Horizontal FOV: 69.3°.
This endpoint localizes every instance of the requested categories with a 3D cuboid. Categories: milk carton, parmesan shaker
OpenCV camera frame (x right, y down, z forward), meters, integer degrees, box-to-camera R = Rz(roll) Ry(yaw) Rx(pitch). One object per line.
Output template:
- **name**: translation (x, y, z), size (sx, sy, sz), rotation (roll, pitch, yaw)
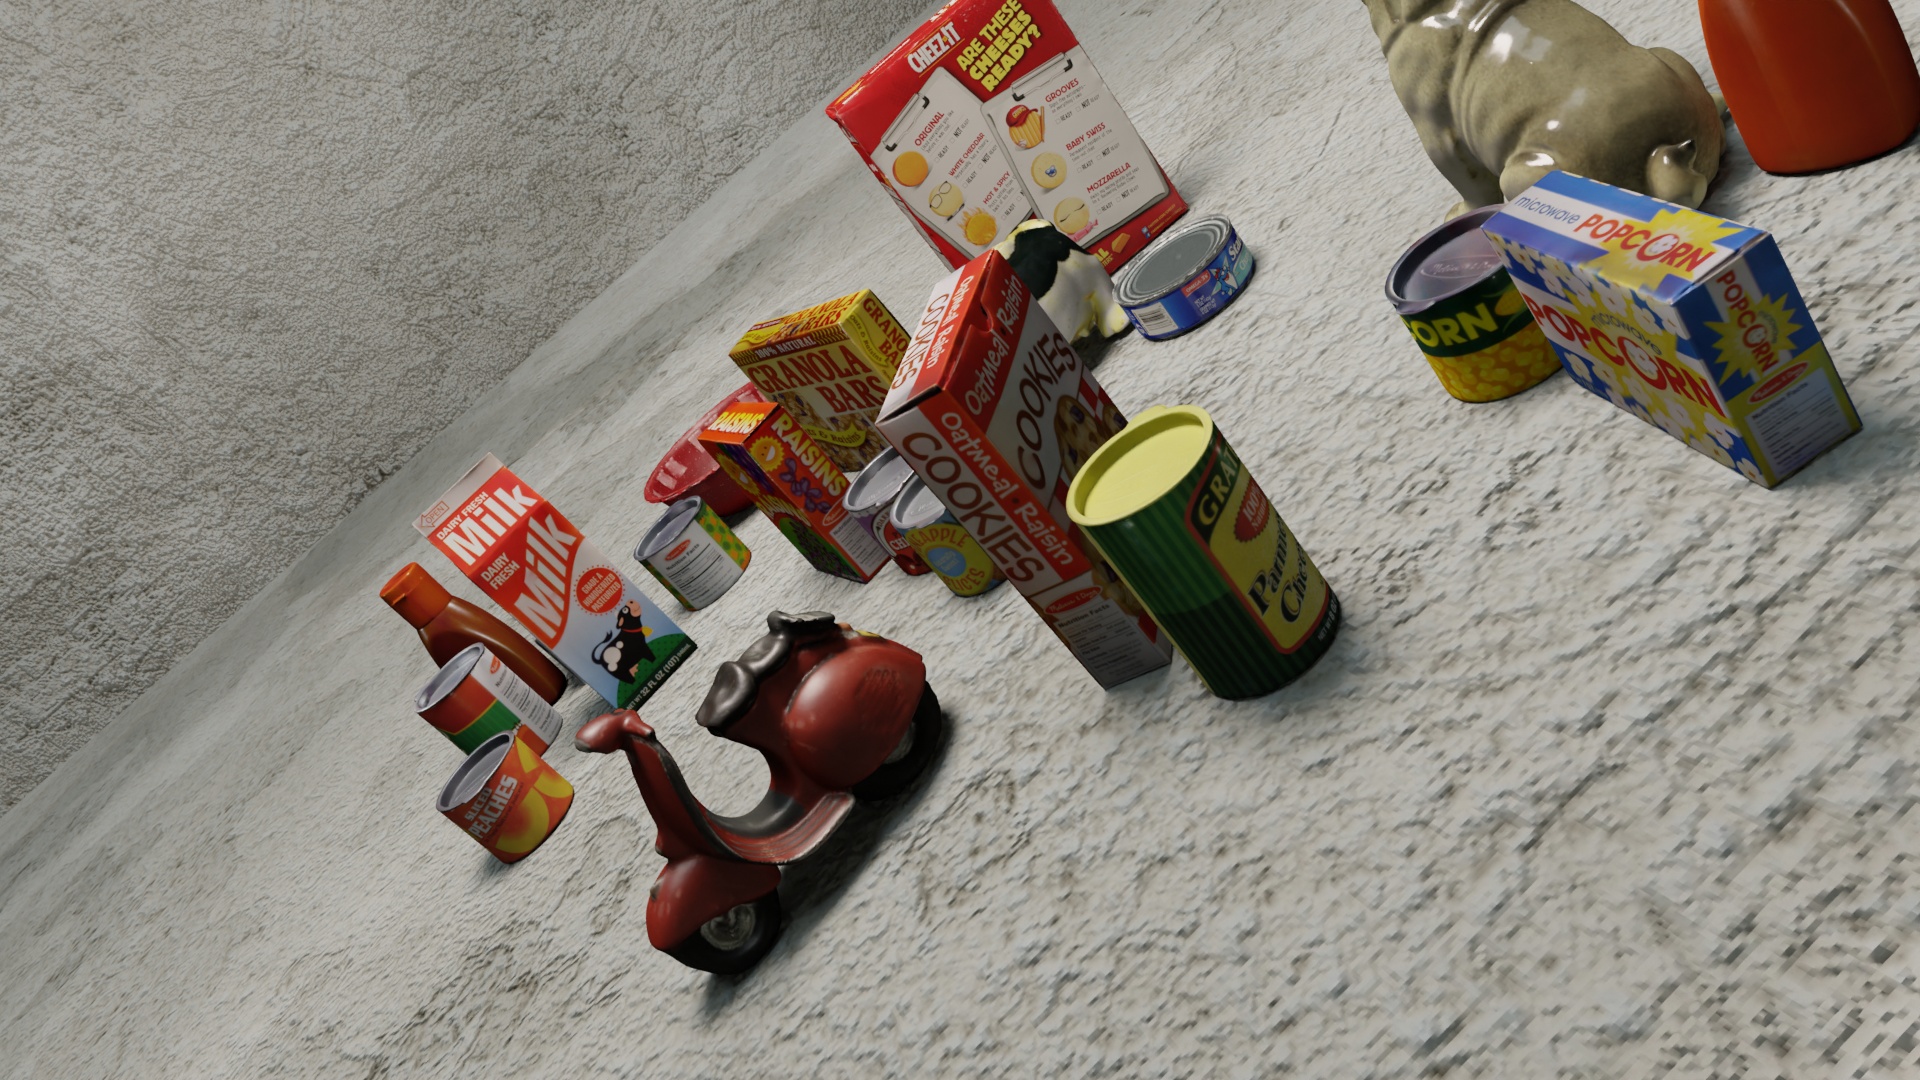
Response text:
- **milk carton**: translation (-0.279, 0.030, 0.956), size (0.072, 0.190, 0.073), rotation (-48, 25, -15)
- **parmesan shaker**: translation (0.099, 0.004, 0.556), size (0.071, 0.103, 0.071), rotation (-33, 25, 18)

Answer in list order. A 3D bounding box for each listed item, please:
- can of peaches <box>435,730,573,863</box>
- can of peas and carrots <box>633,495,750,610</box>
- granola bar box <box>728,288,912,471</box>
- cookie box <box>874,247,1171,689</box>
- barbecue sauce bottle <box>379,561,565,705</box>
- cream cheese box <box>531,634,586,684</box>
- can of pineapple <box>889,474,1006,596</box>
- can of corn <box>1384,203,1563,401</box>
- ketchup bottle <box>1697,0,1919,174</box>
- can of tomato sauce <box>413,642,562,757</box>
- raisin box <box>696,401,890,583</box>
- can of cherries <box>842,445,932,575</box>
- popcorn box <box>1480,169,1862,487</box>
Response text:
- **can of peaches**: translation (-0.296, 0.169, 0.906), size (0.071, 0.058, 0.071), rotation (-33, 25, 17)
- **can of peas and carrots**: translation (-0.200, 0.009, 1.038), size (0.071, 0.058, 0.071), rotation (-33, 25, 17)
- **granola bar box**: translation (-0.078, -0.108, 0.980), size (0.165, 0.124, 0.039), rotation (-1, 45, 55)
- **cookie box**: translation (0.040, -0.034, 0.628), size (0.040, 0.167, 0.123), rotation (-26, 27, 29)
- **barbecue sauce bottle**: translation (-0.376, 0.080, 1.064), size (0.065, 0.148, 0.044), rotation (-35, 24, 14)
- **cream cheese box**: translation (-0.315, 0.076, 1.098), size (0.024, 0.053, 0.104), rotation (-44, 24, -8)
- **can of pineapple**: translation (0.003, -0.010, 0.775), size (0.071, 0.057, 0.071), rotation (-33, 25, 17)
- **can of corn**: translation (0.227, -0.101, 0.603), size (0.071, 0.058, 0.071), rotation (-33, 25, 17)
- **ketchup bottle**: translation (0.324, -0.217, 0.550), size (0.044, 0.148, 0.064), rotation (-51, 26, -22)
- **can of tomato sauce**: translation (-0.347, 0.128, 1.019), size (0.071, 0.083, 0.071), rotation (-33, 25, 18)
- **raisin box**: translation (-0.103, -0.032, 0.887), size (0.040, 0.123, 0.086), rotation (-48, 25, -15)
- **can of cherries**: translation (-0.028, -0.020, 0.837), size (0.071, 0.058, 0.072), rotation (-33, 25, 17)
- **popcorn box**: translation (0.251, -0.081, 0.502), size (0.038, 0.085, 0.127), rotation (-37, 24, 8)
